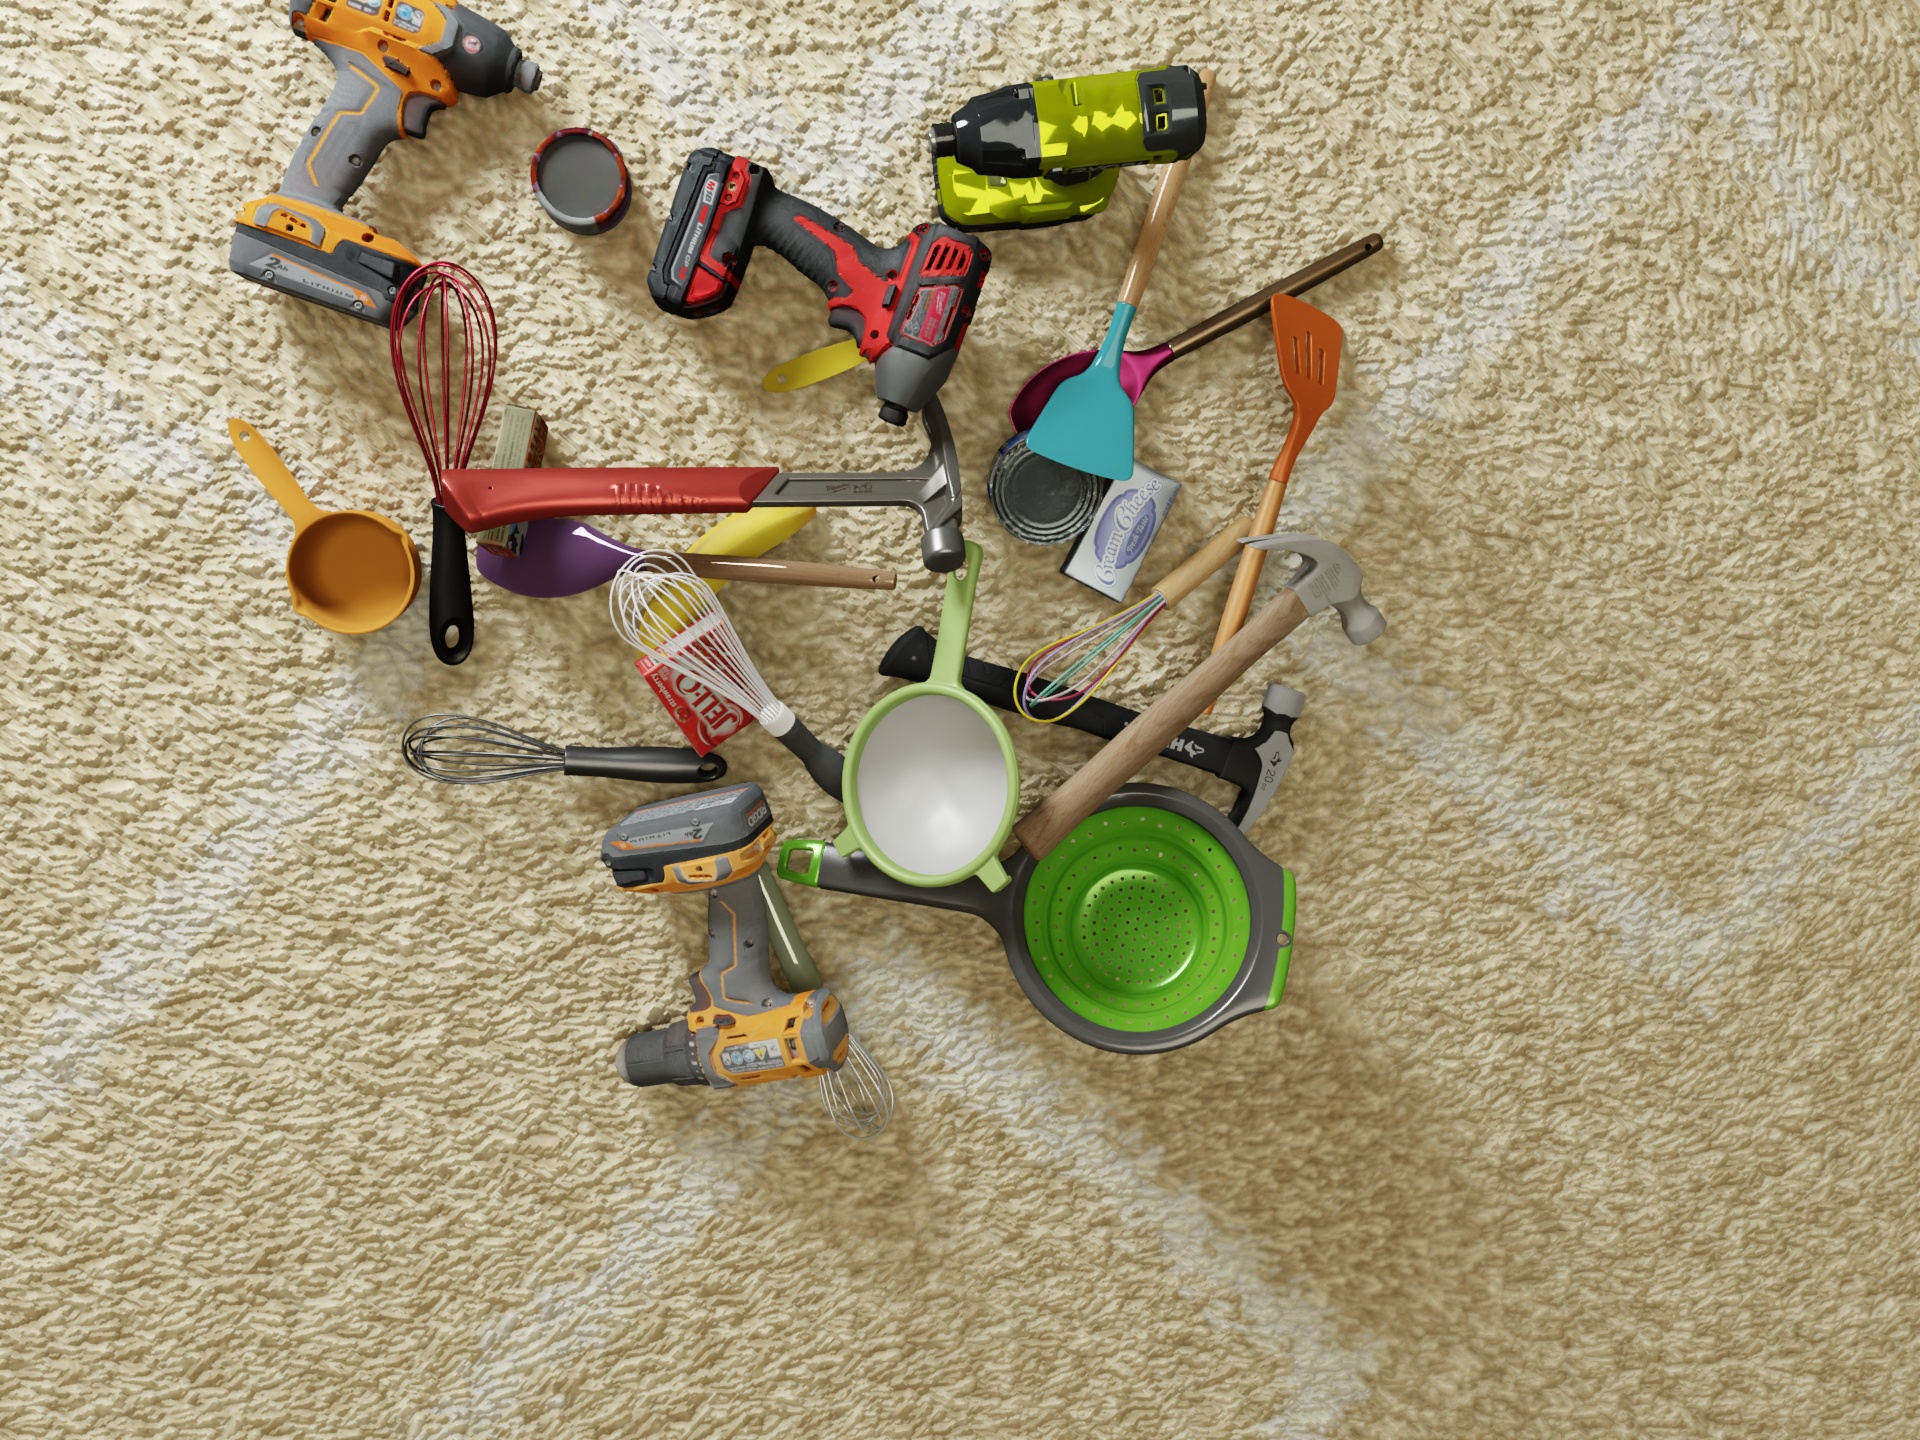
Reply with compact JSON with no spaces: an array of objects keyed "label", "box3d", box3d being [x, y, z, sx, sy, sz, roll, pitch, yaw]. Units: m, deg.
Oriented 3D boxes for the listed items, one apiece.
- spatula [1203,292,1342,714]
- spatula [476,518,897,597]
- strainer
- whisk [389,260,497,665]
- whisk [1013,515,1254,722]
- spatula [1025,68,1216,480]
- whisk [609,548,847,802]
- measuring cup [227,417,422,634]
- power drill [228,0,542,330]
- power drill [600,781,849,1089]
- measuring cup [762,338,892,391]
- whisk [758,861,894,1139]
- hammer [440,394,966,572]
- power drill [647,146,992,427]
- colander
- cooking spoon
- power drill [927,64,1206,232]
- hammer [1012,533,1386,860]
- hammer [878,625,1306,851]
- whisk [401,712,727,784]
[{"label":"spatula","box3d":[0.230,-0.161,1.221,0.081,0.041,0.322,12,98,-35]},{"label":"spatula","box3d":[-0.202,-0.111,1.155,0.316,0.018,0.060,5,93,8]},{"label":"strainer","box3d":[-0.002,-0.004,1.189,0.151,0.069,0.256,9,90,30]},{"label":"whisk","box3d":[-0.358,-0.172,1.113,0.073,0.073,0.295,3,118,-9]},{"label":"whisk","box3d":[0.135,-0.083,1.213,0.245,0.051,0.047,-39,72,-15]},{"label":"spatula","box3d":[0.135,-0.334,1.179,0.082,0.044,0.317,19,91,0]},{"label":"whisk","box3d":[-0.153,-0.019,1.155,0.070,0.070,0.284,-41,128,1]},{"label":"measuring cup","box3d":[-0.457,-0.142,1.136,0.095,0.052,0.173,-35,101,-1]},{"label":"power drill","box3d":[-0.392,-0.390,1.088,0.164,0.084,0.226,17,94,-13]},{"label":"power drill","box3d":[-0.200,0.175,1.204,0.185,0.084,0.226,-12,102,17]},{"label":"measuring cup","box3d":[-0.072,-0.275,1.185,0.156,0.029,0.062,-18,96,6]},{"label":"whisk","box3d":[-0.115,0.220,1.254,0.059,0.058,0.246,-29,101,-34]},{"label":"hammer","box3d":[-0.177,-0.170,1.121,0.359,0.036,0.149,-2,63,-14]},{"label":"power drill","box3d":[-0.101,-0.306,1.130,0.219,0.078,0.143,20,97,-4]},{"label":"colander","box3d":[0.056,0.145,1.245,0.397,0.094,0.204,9,77,8]},{"label":"cooking spoon","box3d":[0.183,-0.294,1.217,0.319,0.017,0.068,-28,100,-2]},{"label":"power drill","box3d":[0.053,-0.387,1.076,0.171,0.223,0.080,-9,101,-7]},{"label":"hammer","box3d":[0.170,-0.017,1.197,0.331,0.031,0.130,-41,114,-6]},{"label":"hammer","box3d":[0.098,0.000,1.248,0.334,0.035,0.146,17,96,-11]},{"label":"whisk","box3d":[-0.295,0.027,1.193,0.239,0.055,0.055,4,99,-13]}]
